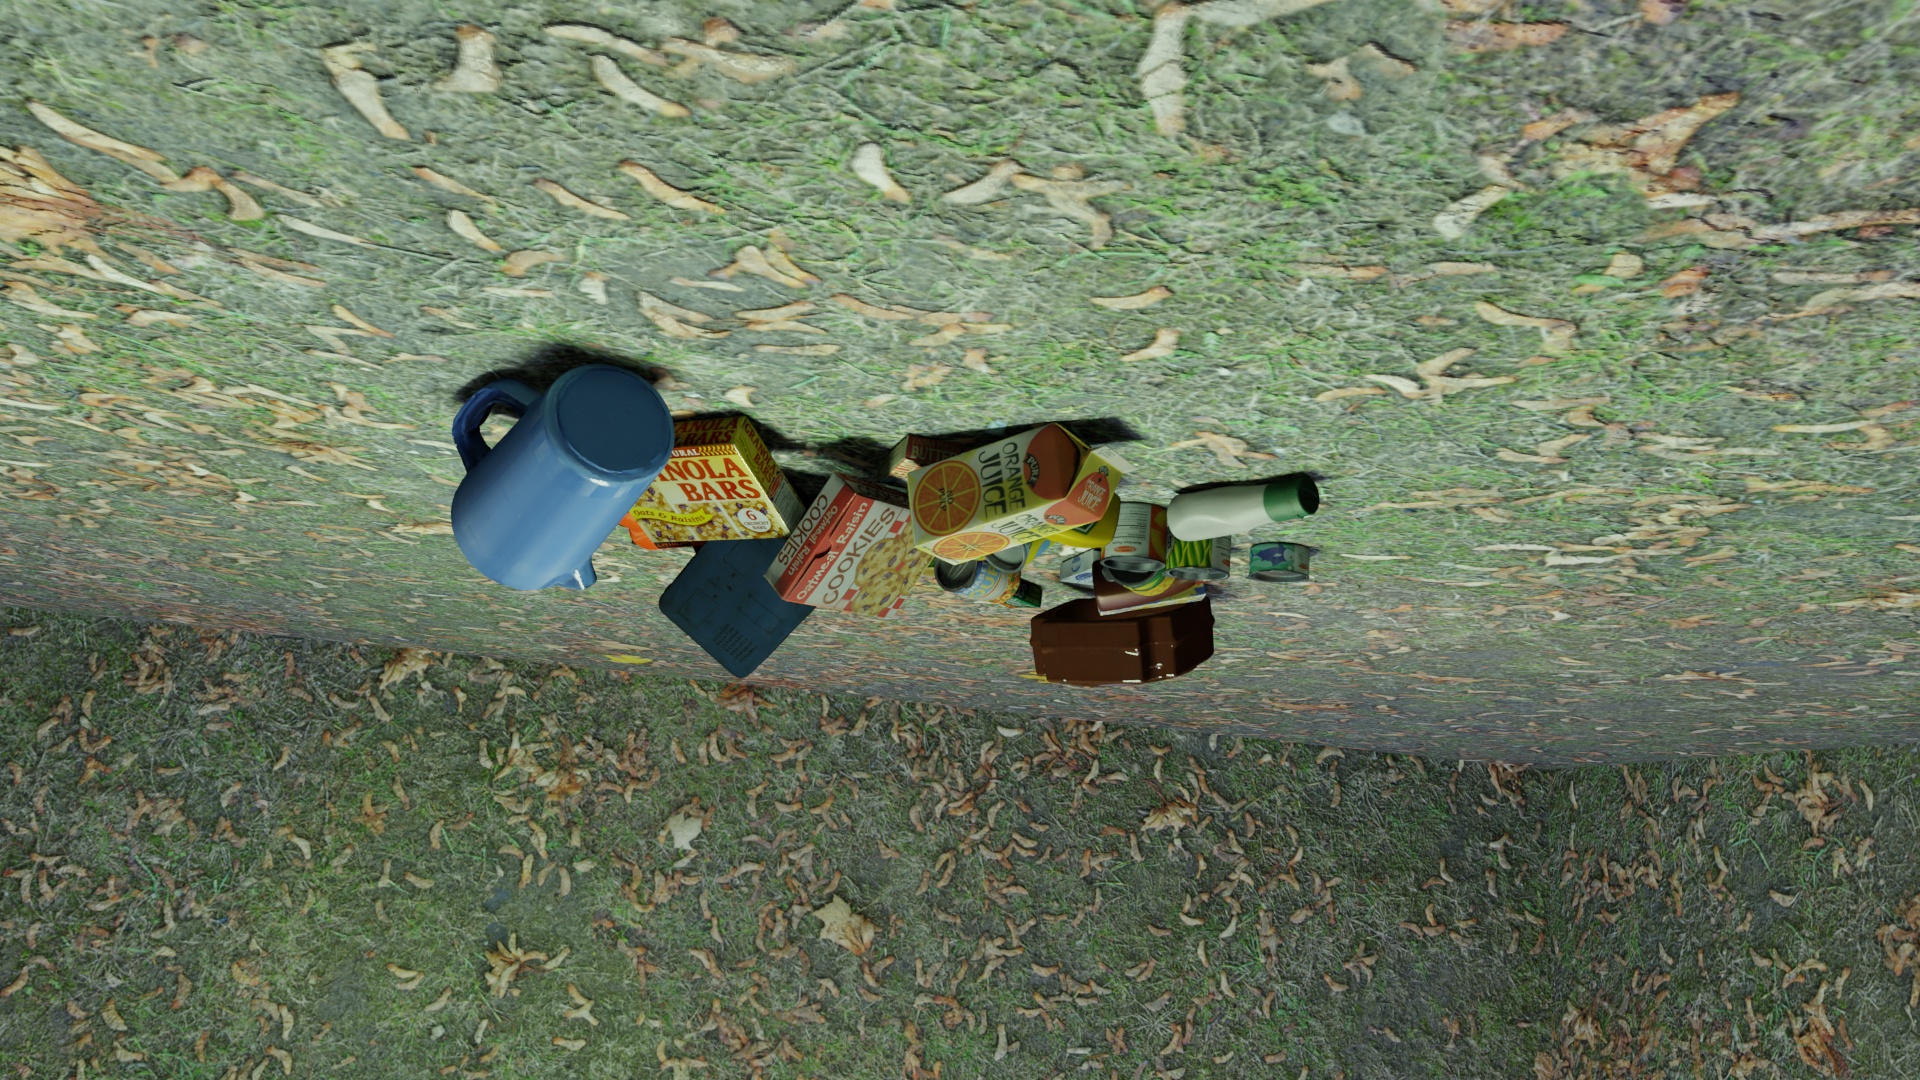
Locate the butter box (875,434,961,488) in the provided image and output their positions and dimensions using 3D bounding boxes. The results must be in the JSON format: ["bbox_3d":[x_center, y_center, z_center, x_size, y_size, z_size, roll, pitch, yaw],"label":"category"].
[{"bbox_3d":[-0.039,-0.070,1.280,0.053,0.024,0.103,10,166,-17],"label":"butter box"}]

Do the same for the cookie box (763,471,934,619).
[{"bbox_3d":[-0.091,0.008,1.320,0.040,0.122,0.167,43,-165,31],"label":"cookie box"}]

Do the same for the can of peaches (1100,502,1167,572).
[{"bbox_3d":[0.177,-0.003,1.416,0.071,0.058,0.071,4,167,1],"label":"can of peaches"}]

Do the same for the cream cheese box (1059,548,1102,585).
[{"bbox_3d":[0.162,0.032,1.653,0.053,0.024,0.103,8,167,-17],"label":"cream cheese box"}]

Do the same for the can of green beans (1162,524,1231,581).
[{"bbox_3d":[0.246,0.007,1.434,0.071,0.058,0.071,5,167,1],"label":"can of green beans"}]

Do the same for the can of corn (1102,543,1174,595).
[{"bbox_3d":[0.194,0.025,1.505,0.071,0.071,0.058,-2,166,27],"label":"can of corn"}]

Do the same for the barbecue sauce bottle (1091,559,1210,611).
[{"bbox_3d":[0.224,0.038,1.558,0.148,0.065,0.043,-11,133,11],"label":"barbecue sauce bottle"}]

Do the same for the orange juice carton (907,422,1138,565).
[{"bbox_3d":[0.054,-0.044,1.202,0.192,0.073,0.072,-18,157,27],"label":"orange juice carton"}]

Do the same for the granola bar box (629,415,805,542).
[{"bbox_3d":[-0.242,-0.055,1.283,0.165,0.039,0.123,-2,137,27],"label":"granola bar box"}]

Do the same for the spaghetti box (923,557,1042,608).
[{"bbox_3d":[0.024,0.049,1.769,0.050,0.029,0.250,-3,165,33],"label":"spaghetti box"}]

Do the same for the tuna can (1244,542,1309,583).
[{"bbox_3d":[0.349,0.025,1.530,0.071,0.033,0.071,5,167,1],"label":"tuna can"}]

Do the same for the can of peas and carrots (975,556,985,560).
[{"bbox_3d":[0.005,-0.018,1.403,0.071,0.071,0.059,-6,164,38],"label":"can of peas and carrots"}]

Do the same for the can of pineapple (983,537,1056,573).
[{"bbox_3d":[0.056,-0.011,1.353,0.058,0.071,0.071,-36,-165,-37],"label":"can of pineapple"}]

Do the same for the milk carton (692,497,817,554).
[{"bbox_3d":[-0.219,-0.001,1.539,0.190,0.073,0.072,-2,165,28],"label":"milk carton"}]

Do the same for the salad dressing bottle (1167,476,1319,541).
[{"bbox_3d":[0.263,-0.031,1.298,0.064,0.044,0.147,19,160,-40],"label":"salad dressing bottle"}]

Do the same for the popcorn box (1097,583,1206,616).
[{"bbox_3d":[0.223,0.060,1.639,0.127,0.038,0.085,-10,171,5],"label":"popcorn box"}]

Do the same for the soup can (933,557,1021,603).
[{"bbox_3d":[0.022,0.037,1.622,0.071,0.071,0.084,-7,163,41],"label":"soup can"}]

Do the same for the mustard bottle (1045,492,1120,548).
[{"bbox_3d":[0.070,-0.037,1.300,0.160,0.065,0.048,14,168,-18],"label":"mustard bottle"}]
